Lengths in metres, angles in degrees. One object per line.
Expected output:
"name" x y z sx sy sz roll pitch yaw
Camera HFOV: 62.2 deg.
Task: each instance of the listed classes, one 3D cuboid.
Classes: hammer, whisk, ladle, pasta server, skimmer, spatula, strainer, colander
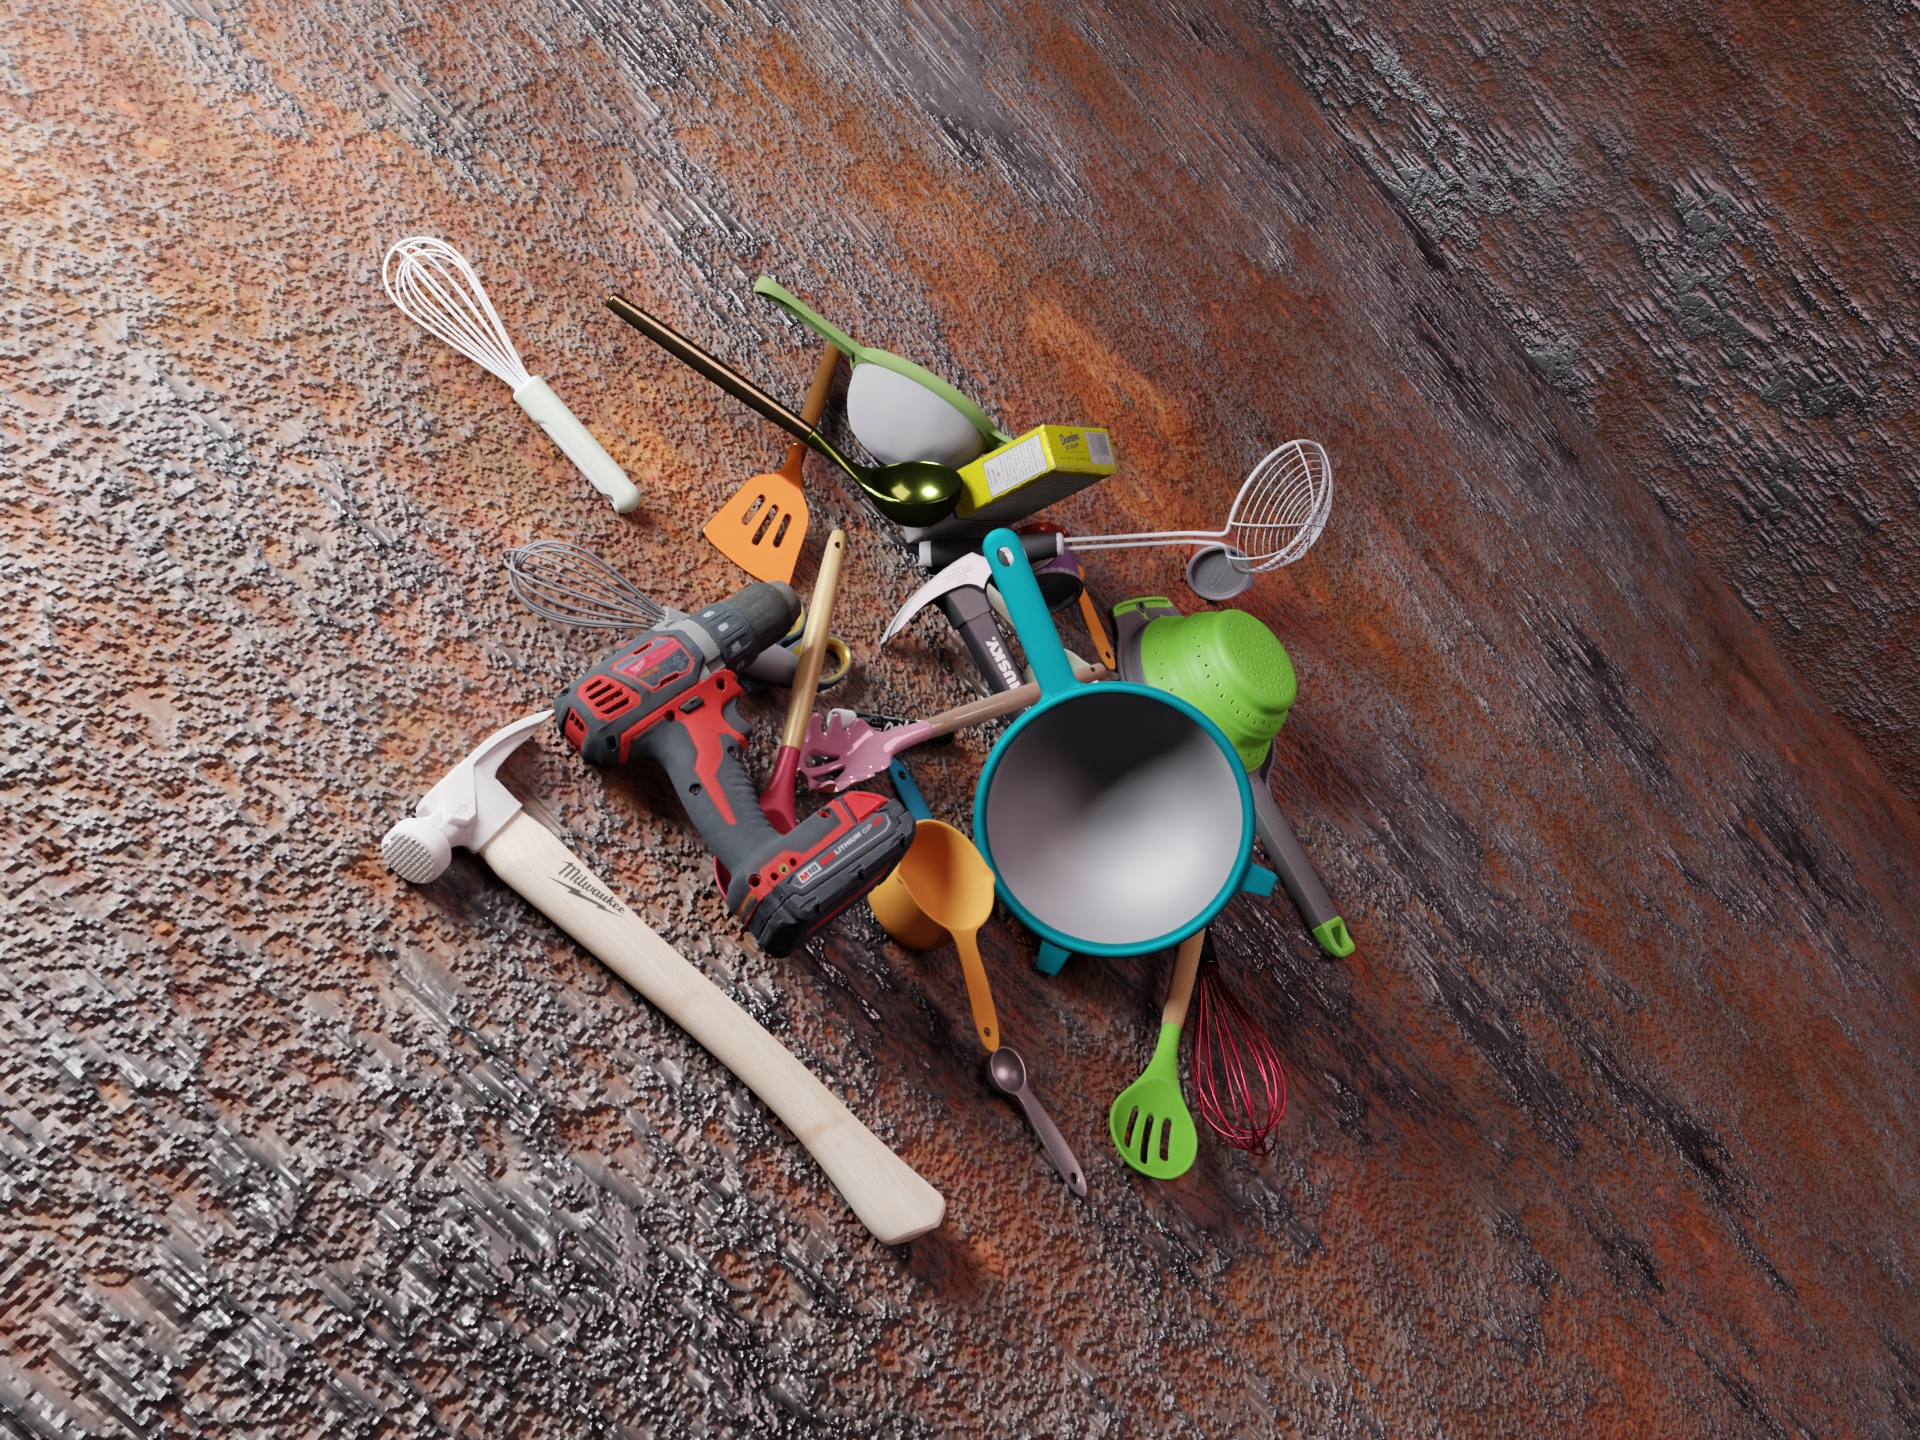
"hammer" -0.159 0.170 0.985 0.410 0.038 0.146 45 37 -10
"whisk" -0.319 -0.246 1.147 0.059 0.058 0.246 -44 100 -18
"ladle" -0.136 -0.253 1.272 0.320 0.062 0.078 32 28 -21
"pasta server" -0.002 -0.004 1.227 0.316 0.040 0.060 -19 68 -35
"skimmer" 0.146 -0.175 1.388 0.363 0.127 0.090 -4 45 3
"ladle" -0.115 -0.003 1.119 0.069 0.031 0.316 20 61 -19
"hammer" 0.062 0.022 1.306 0.146 0.035 0.335 -27 88 -27
"whisk" 0.207 0.221 1.307 0.073 0.073 0.296 23 40 -33
"spatula" -0.138 -0.234 1.337 0.081 0.041 0.323 35 37 -21
"whisk" -0.205 -0.070 1.106 0.238 0.055 0.055 21 47 -30
"strainer" 0.094 0.012 1.226 0.095 0.211 0.340 -44 112 -81
"strainer" -0.083 -0.278 1.357 0.256 0.152 0.069 32 84 -30
"colander" 0.291 0.032 1.508 0.204 0.094 0.397 -13 71 -50

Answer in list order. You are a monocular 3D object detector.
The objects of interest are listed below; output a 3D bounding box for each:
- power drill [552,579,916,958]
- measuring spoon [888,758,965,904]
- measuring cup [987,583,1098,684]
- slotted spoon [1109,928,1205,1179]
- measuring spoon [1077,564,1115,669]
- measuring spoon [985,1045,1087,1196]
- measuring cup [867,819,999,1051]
"power drill" -0.130 0.020 1.046 0.188 0.080 0.227 -37 79 -31
"measuring spoon" -0.017 0.082 1.209 0.042 0.021 0.129 -19 77 -51
"measuring cup" 0.056 -0.056 1.384 0.167 0.038 0.083 48 38 -2
"slotted spoon" 0.174 0.222 1.258 0.070 0.031 0.314 22 51 -2
"measuring spoon" 0.127 -0.100 1.510 0.021 0.011 0.117 4 58 -44
"measuring spoon" 0.052 0.288 1.131 0.124 0.018 0.034 58 37 -3
"measuring cup" -0.014 0.159 1.131 0.095 0.052 0.174 6 59 -43
